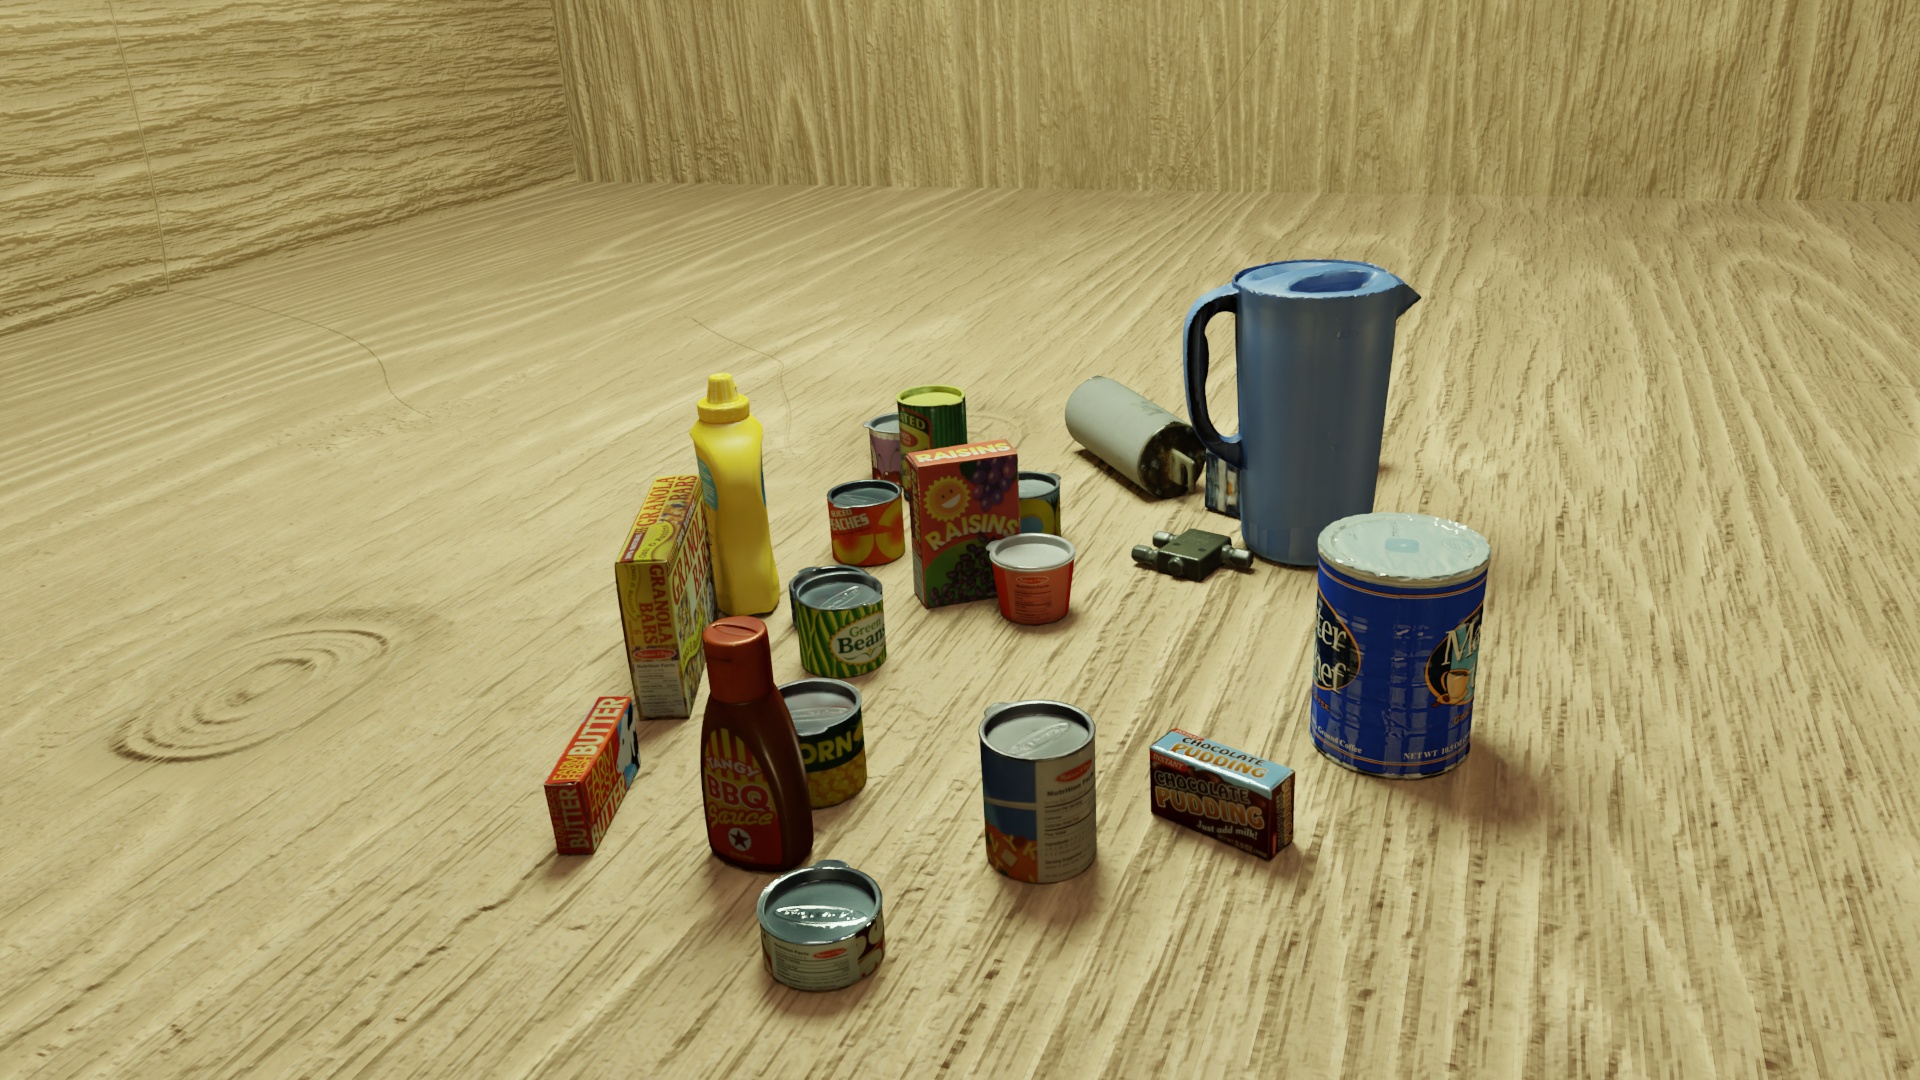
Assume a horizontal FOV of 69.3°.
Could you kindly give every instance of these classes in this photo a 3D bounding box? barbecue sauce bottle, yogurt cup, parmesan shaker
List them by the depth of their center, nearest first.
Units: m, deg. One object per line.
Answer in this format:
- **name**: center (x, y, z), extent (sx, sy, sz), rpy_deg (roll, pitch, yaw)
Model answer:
- **barbecue sauce bottle**: center (-0.121, 0.117, 0.799), extent (0.065, 0.148, 0.044), rpy_deg (8, 25, 24)
- **yogurt cup**: center (0.058, 0.031, 1.098), extent (0.072, 0.053, 0.073), rpy_deg (-2, 23, 1)
- **parmesan shaker**: center (-0.024, -0.090, 1.331), extent (0.071, 0.102, 0.071), rpy_deg (-2, 23, 1)

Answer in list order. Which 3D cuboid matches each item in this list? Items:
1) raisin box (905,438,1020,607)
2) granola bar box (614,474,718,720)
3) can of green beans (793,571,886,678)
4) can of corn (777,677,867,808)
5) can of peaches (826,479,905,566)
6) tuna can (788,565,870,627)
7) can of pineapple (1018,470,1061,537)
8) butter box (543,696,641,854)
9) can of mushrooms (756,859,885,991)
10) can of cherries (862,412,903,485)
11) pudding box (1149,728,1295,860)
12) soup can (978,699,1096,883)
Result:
- **raisin box**: center (0.004, -0.014, 1.123), extent (0.086, 0.123, 0.040), rpy_deg (-9, 23, -13)
- **granola bar box**: center (-0.215, 0.038, 1.026), extent (0.039, 0.123, 0.166), rpy_deg (-3, 23, -1)
- **can of green beans**: center (-0.089, 0.063, 1.038), extent (0.071, 0.057, 0.071), rpy_deg (-2, 23, 1)
- **can of corn**: center (-0.093, 0.130, 0.880), extent (0.071, 0.058, 0.071), rpy_deg (-2, 23, 1)
- **can of peaches**: center (-0.084, -0.015, 1.219), extent (0.071, 0.057, 0.071), rpy_deg (-2, 23, 1)
- **tuna can**: center (-0.104, 0.047, 1.108), extent (0.071, 0.032, 0.071), rpy_deg (-2, 23, 1)
- **can of pineapple**: center (0.058, -0.024, 1.223), extent (0.071, 0.057, 0.071), rpy_deg (-2, 23, 1)
- **butter box**: center (-0.228, 0.145, 0.867), extent (0.024, 0.053, 0.104), rpy_deg (-1, 23, 5)
- **can of mushrooms**: center (-0.073, 0.203, 0.737), extent (0.071, 0.033, 0.071), rpy_deg (-2, 23, 1)
- **can of cherries**: center (-0.061, -0.092, 1.396), extent (0.071, 0.058, 0.072), rpy_deg (-2, 23, 1)
- **pudding box**: center (0.154, 0.148, 0.819), extent (0.084, 0.049, 0.030), rpy_deg (17, 30, 38)
- **soup can**: center (0.044, 0.143, 0.801), extent (0.071, 0.083, 0.071), rpy_deg (-2, 23, 1)
